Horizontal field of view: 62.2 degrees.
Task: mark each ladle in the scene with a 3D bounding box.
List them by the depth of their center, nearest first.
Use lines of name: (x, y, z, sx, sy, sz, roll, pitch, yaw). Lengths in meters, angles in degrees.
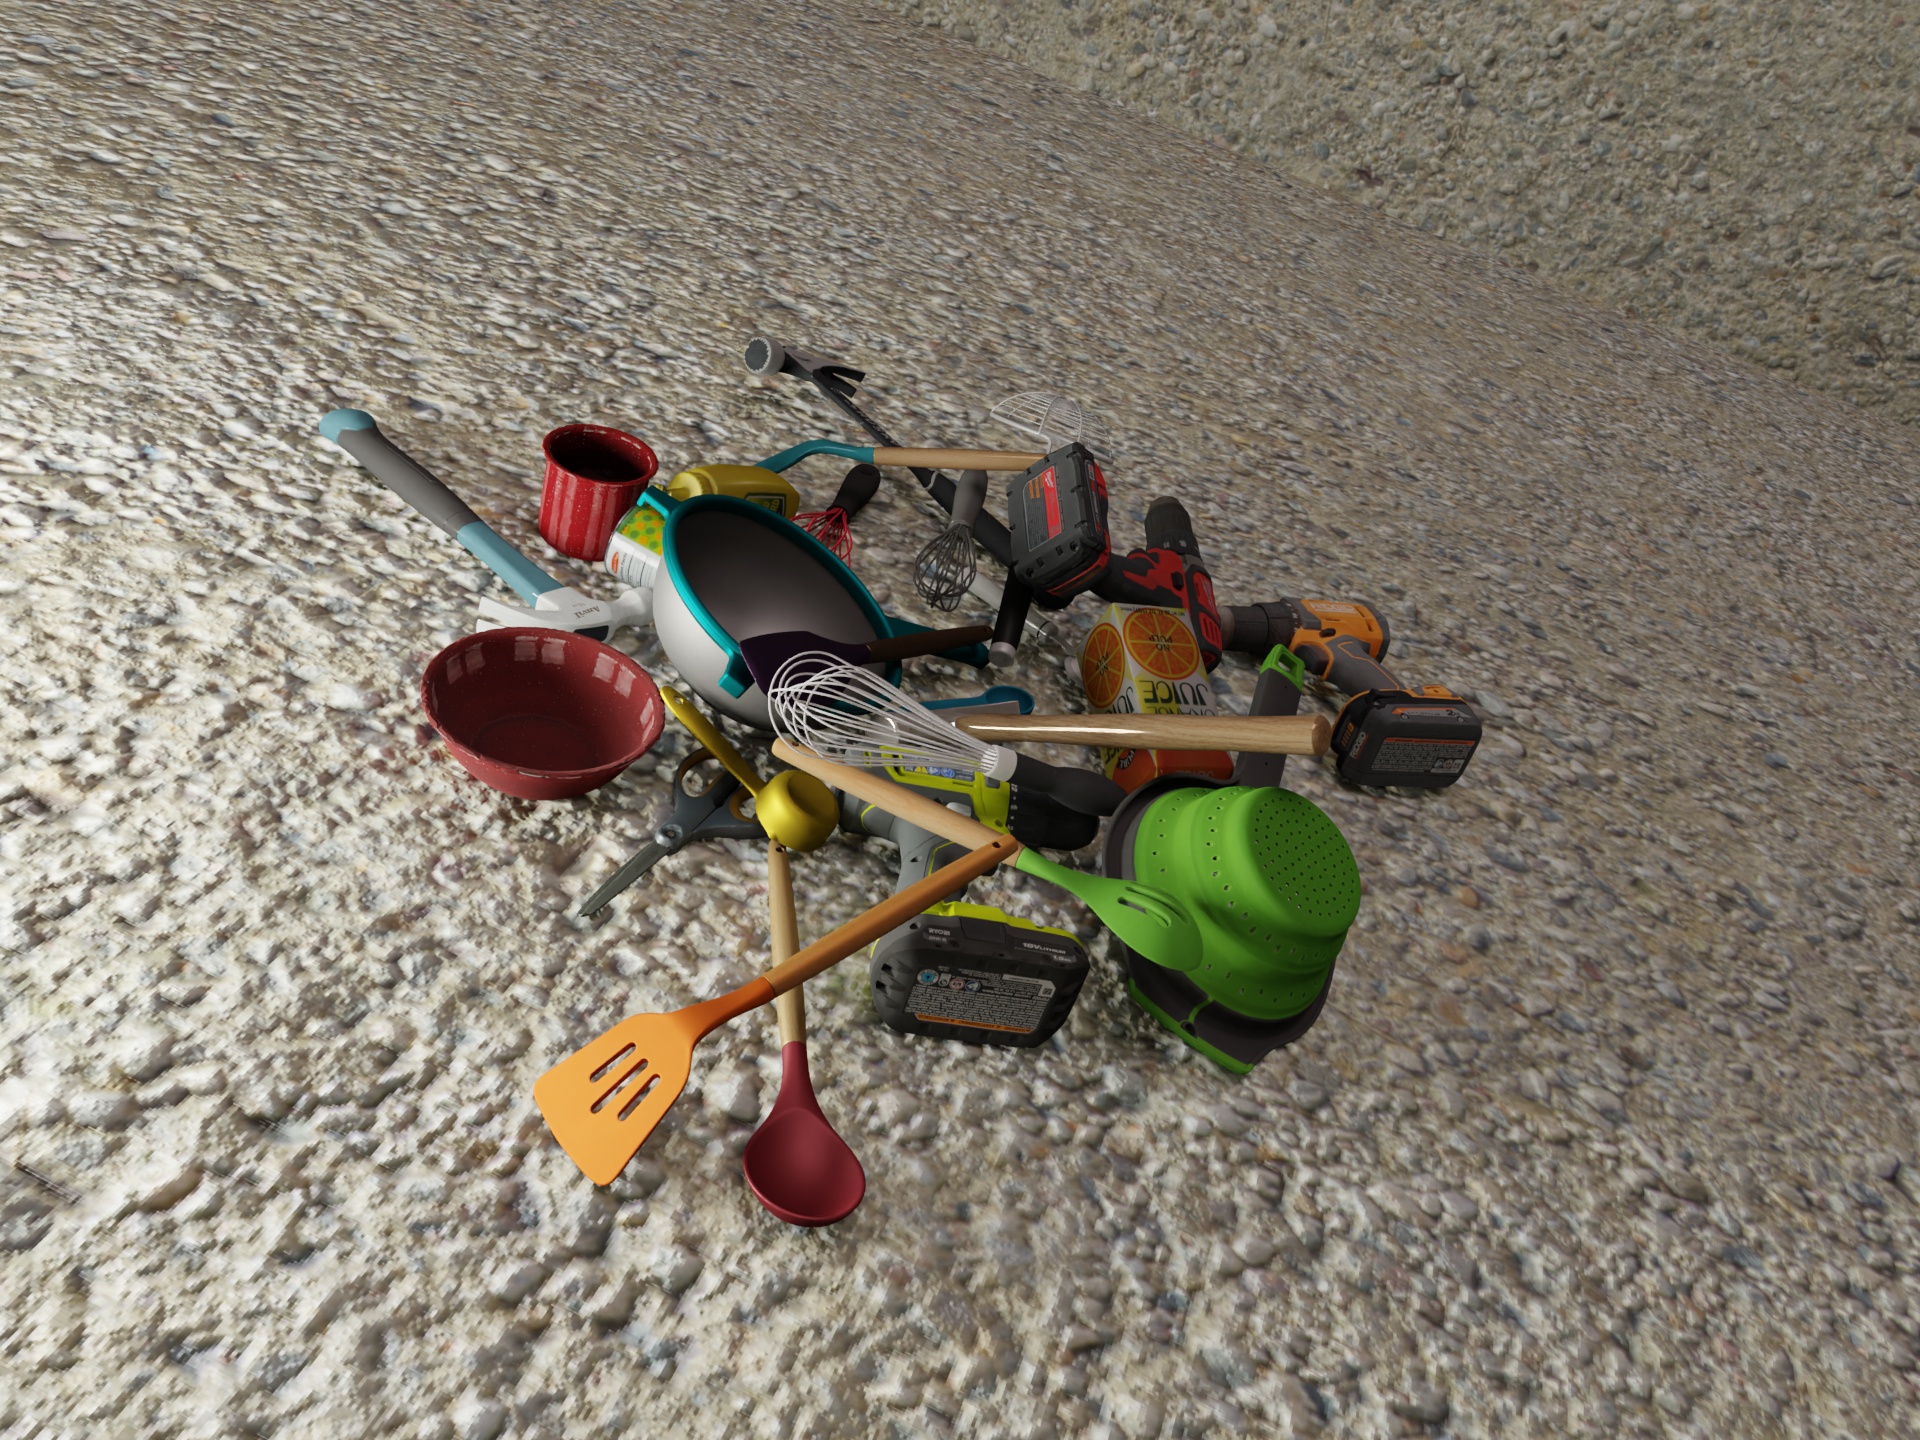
ladle: (-0.104, 0.179, 0.966, 0.069, 0.031, 0.316, 11, 34, -18)

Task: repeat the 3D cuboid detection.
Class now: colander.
colander: (0.229, 0.059, 1.144, 0.204, 0.094, 0.397, 36, 45, -12)

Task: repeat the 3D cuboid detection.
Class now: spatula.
spatula: (-0.092, 0.149, 0.927, 0.322, 0.041, 0.081, -28, 52, -29)
spatula: (-0.057, -0.050, 1.177, 0.316, 0.018, 0.060, -16, 75, -59)
spatula: (-0.051, -0.227, 1.427, 0.317, 0.044, 0.082, 3, 26, 5)

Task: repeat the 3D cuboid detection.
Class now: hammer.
hammer: (0.103, 0.007, 1.143, 0.331, 0.031, 0.130, 1, 5, 31)
hammer: (-0.395, -0.157, 1.261, 0.331, 0.033, 0.128, 37, 38, 23)
hammer: (-0.037, -0.239, 1.529, 0.409, 0.036, 0.149, 45, 24, 25)

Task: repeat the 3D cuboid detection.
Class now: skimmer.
skimmer: (0.062, -0.173, 1.442, 0.127, 0.090, 0.364, 20, 52, -7)

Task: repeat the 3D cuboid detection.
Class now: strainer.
strainer: (-0.111, -0.054, 1.232, 0.340, 0.095, 0.211, 11, 42, -49)
strainer: (0.082, -0.074, 1.382, 0.259, 0.050, 0.087, 37, 23, 27)

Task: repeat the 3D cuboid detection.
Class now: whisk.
whisk: (-0.001, 0.019, 1.076, 0.284, 0.070, 0.070, 18, 33, -27)
whisk: (-0.003, -0.168, 1.391, 0.055, 0.055, 0.239, 18, 36, -3)
whisk: (-0.112, -0.173, 1.406, 0.073, 0.073, 0.296, 20, 29, 0)

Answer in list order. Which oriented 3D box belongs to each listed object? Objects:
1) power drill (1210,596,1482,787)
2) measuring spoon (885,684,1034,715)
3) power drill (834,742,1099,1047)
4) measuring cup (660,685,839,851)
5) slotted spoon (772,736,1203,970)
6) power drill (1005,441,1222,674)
power drill: (0.335, -0.037, 1.424, 0.185, 0.084, 0.226, 2, 35, -23)
measuring spoon: (-0.002, -0.004, 1.272, 0.128, 0.021, 0.042, -7, 36, -20)
power drill: (0.015, 0.108, 1.077, 0.190, 0.080, 0.229, 10, 34, -14)
measuring cup: (-0.145, 0.025, 1.094, 0.156, 0.029, 0.062, 45, 31, 0)
slotted spoon: (0.015, 0.078, 1.027, 0.314, 0.031, 0.070, 24, 26, 14)
power drill: (0.143, -0.154, 1.392, 0.226, 0.080, 0.188, 28, 46, -40)
